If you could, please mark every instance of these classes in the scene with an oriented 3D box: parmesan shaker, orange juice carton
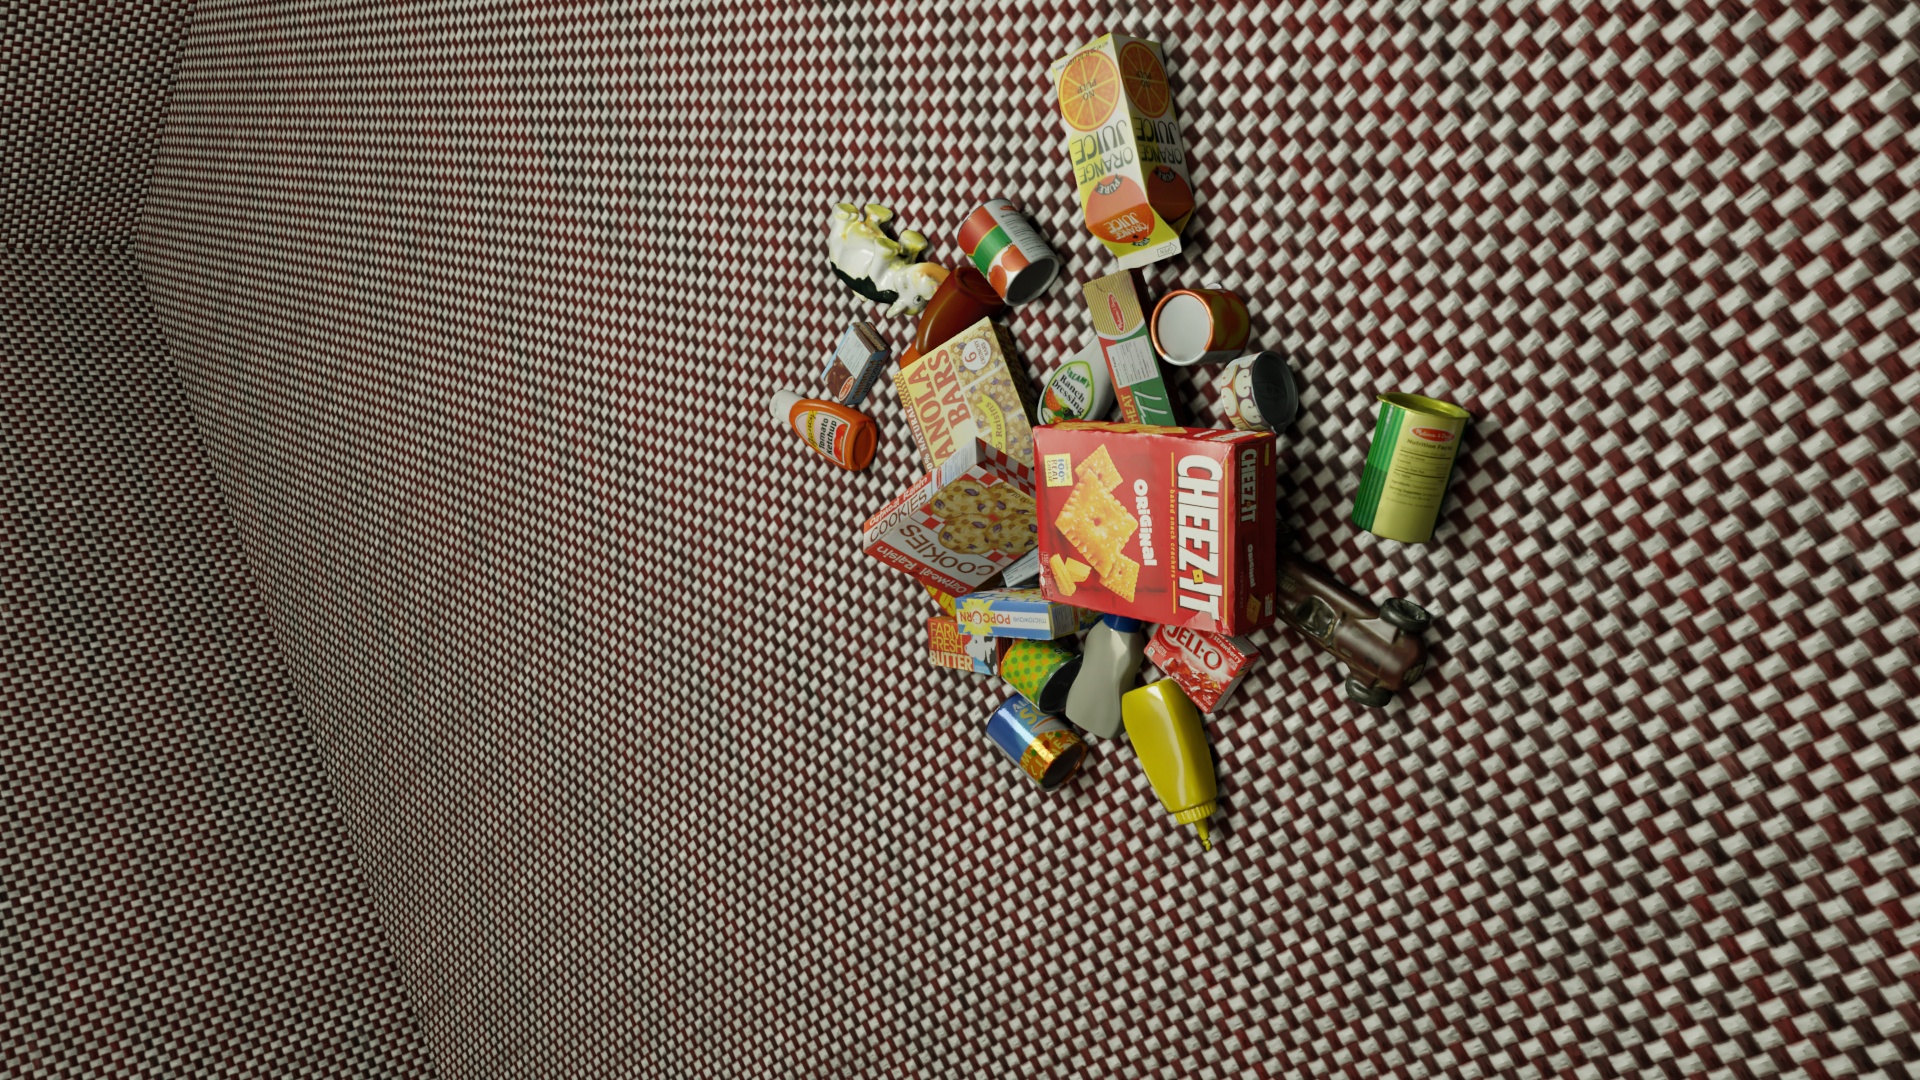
[{"bbox_3d":[0.346,-0.057,1.081,0.071,0.071,0.102,27,116,38],"label":"parmesan shaker"},{"bbox_3d":[0.147,-0.337,1.222,0.071,0.073,0.192,-13,89,45],"label":"orange juice carton"}]

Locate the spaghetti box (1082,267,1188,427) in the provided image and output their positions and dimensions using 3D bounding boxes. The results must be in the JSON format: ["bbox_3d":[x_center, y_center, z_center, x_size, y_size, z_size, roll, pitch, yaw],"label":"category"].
[{"bbox_3d":[0.170,-0.116,1.237,0.050,0.029,0.249,-14,98,34],"label":"spaghetti box"}]

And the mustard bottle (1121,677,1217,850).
[{"bbox_3d":[0.202,0.209,1.284,0.065,0.049,0.160,-26,80,42],"label":"mustard bottle"}]

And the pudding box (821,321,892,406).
[{"bbox_3d":[-0.116,-0.195,1.535,0.050,0.030,0.083,52,129,23],"label":"pudding box"}]

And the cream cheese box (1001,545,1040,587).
[{"bbox_3d":[0.093,0.015,1.353,0.103,0.053,0.024,-32,73,43],"label":"cream cheese box"}]

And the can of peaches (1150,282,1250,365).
[{"bbox_3d":[0.207,-0.187,1.201,0.071,0.058,0.071,11,105,43],"label":"can of peaches"}]

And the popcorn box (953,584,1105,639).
[{"bbox_3d":[0.069,0.069,1.363,0.126,0.085,0.038,0,100,44],"label":"popcorn box"}]

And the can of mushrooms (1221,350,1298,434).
[{"bbox_3d":[0.251,-0.121,1.164,0.033,0.071,0.071,-10,90,45],"label":"can of mushrooms"}]

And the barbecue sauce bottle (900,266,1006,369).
[{"bbox_3d":[-0.014,-0.216,1.412,0.147,0.065,0.044,-45,42,48],"label":"barbecue sauce bottle"}]

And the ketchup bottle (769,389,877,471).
[{"bbox_3d":[-0.158,-0.132,1.578,0.149,0.044,0.064,29,118,38],"label":"ketchup bottle"}]

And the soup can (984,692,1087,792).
[{"bbox_3d":[0.078,0.199,1.393,0.084,0.071,0.071,41,124,31],"label":"soup can"}]

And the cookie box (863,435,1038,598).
[{"bbox_3d":[0.005,-0.017,1.331,0.166,0.123,0.040,-36,39,36],"label":"cookie box"}]

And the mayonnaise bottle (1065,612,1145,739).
[{"bbox_3d":[0.146,0.113,1.328,0.065,0.041,0.147,27,114,33],"label":"mayonnaise bottle"}]

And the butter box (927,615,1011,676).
[{"bbox_3d":[0.009,0.111,1.472,0.103,0.024,0.053,5,101,44],"label":"butter box"}]

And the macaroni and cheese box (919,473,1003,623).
[{"bbox_3d":[0.003,-0.016,1.443,0.124,0.040,0.165,47,126,29],"label":"macaroni and cheese box"}]

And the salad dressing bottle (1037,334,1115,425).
[{"bbox_3d":[0.127,-0.160,1.294,0.064,0.044,0.147,50,125,24],"label":"salad dressing bottle"}]

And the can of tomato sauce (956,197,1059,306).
[{"bbox_3d":[0.045,-0.276,1.338,0.083,0.071,0.070,54,130,22],"label":"can of tomato sauce"}]

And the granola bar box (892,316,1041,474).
[{"bbox_3d":[0.014,-0.119,1.377,0.124,0.039,0.166,-29,68,24],"label":"granola bar box"}]

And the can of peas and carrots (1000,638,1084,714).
[{"bbox_3d":[0.083,0.127,1.374,0.059,0.071,0.070,37,122,34],"label":"can of peas and carrots"}]
